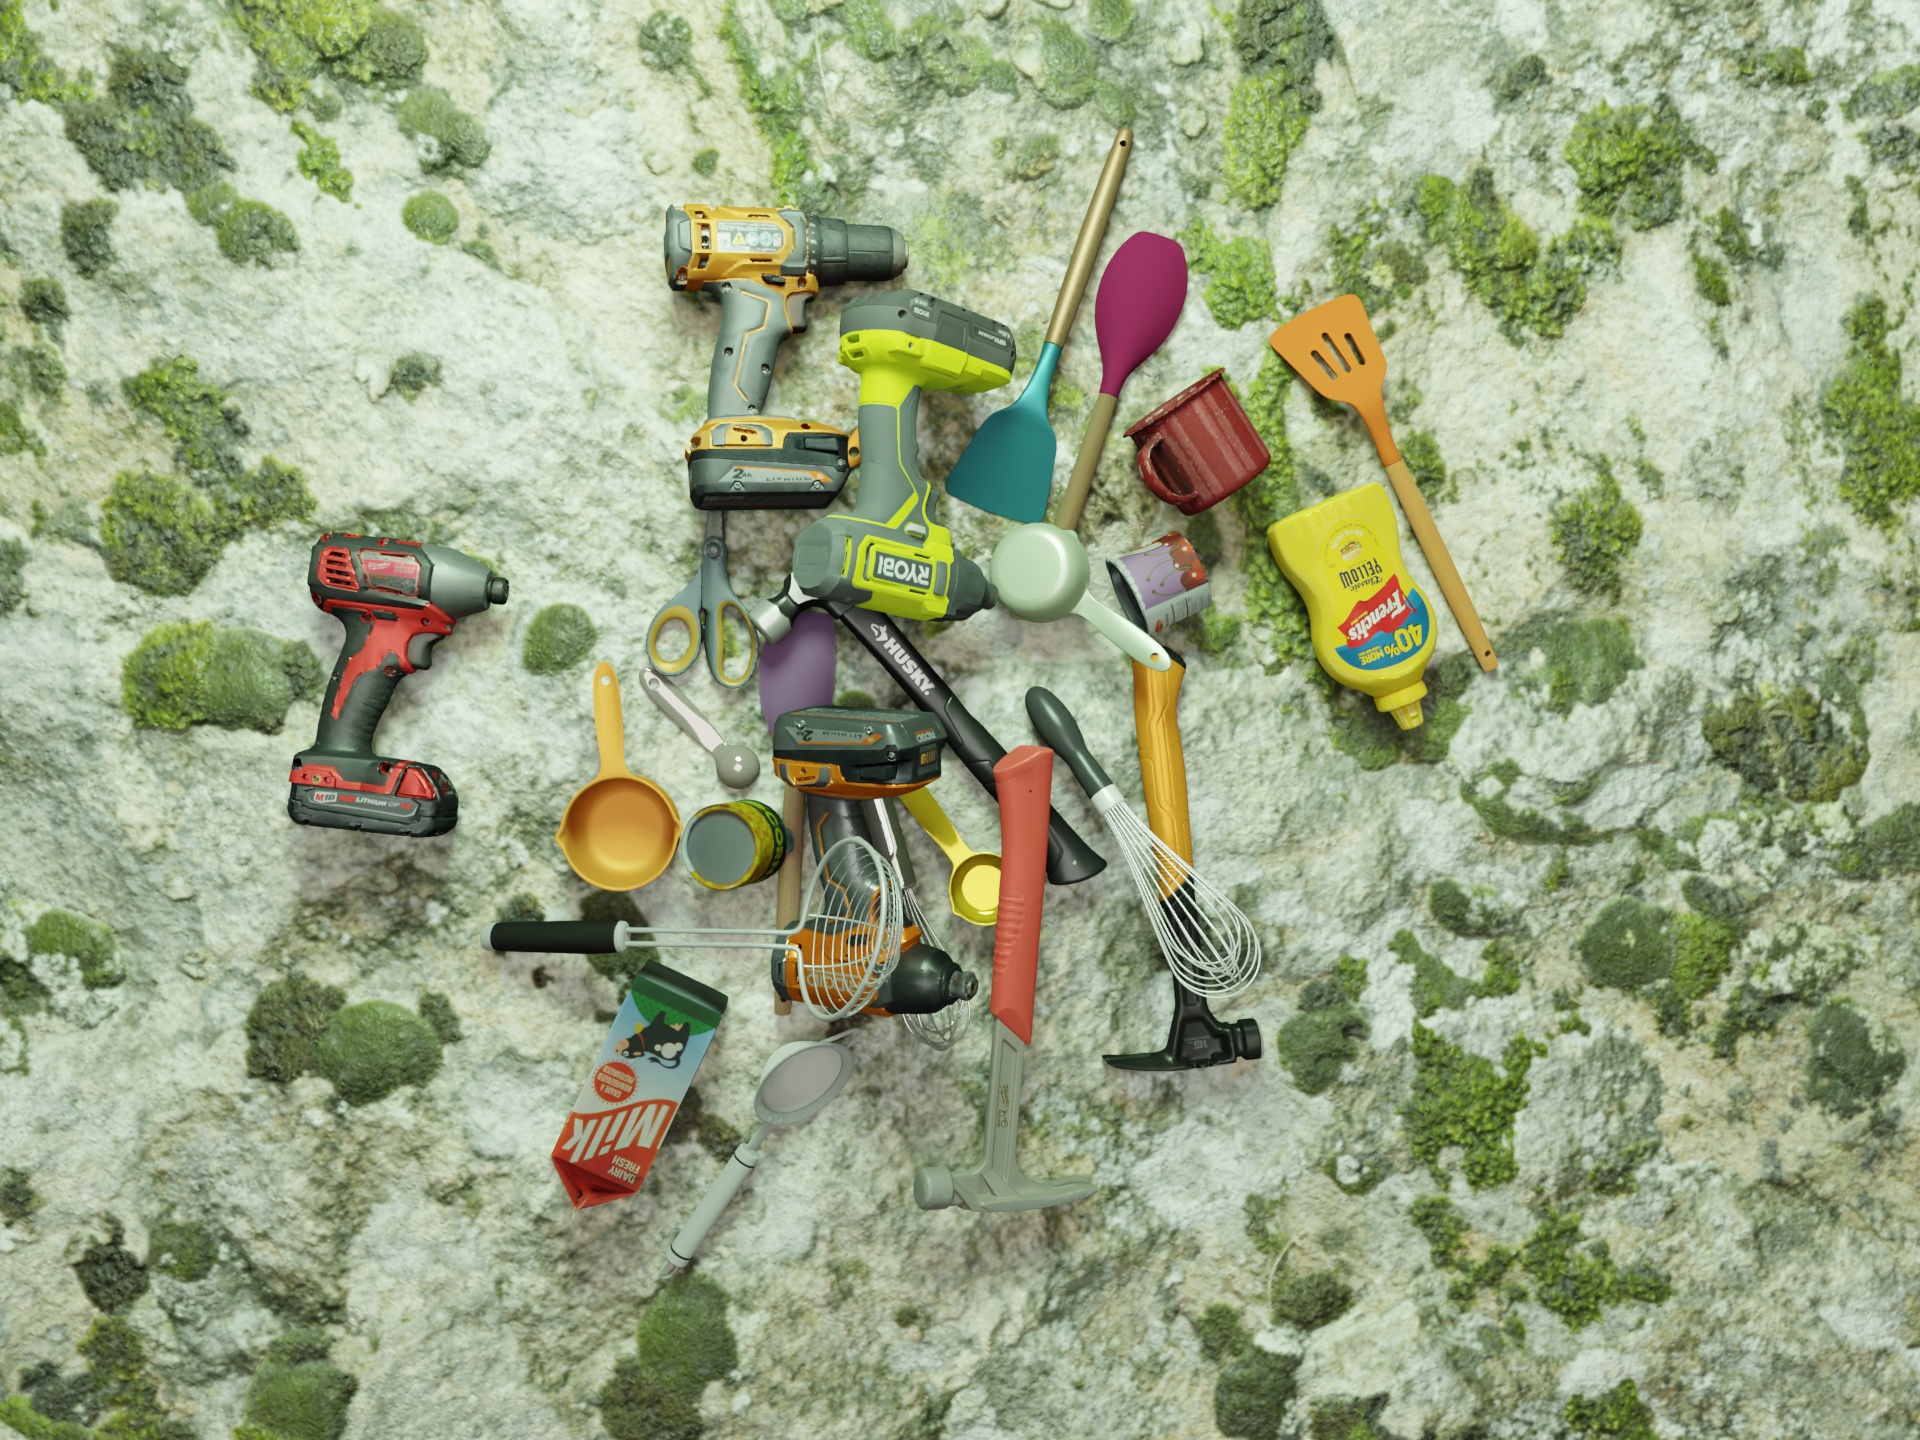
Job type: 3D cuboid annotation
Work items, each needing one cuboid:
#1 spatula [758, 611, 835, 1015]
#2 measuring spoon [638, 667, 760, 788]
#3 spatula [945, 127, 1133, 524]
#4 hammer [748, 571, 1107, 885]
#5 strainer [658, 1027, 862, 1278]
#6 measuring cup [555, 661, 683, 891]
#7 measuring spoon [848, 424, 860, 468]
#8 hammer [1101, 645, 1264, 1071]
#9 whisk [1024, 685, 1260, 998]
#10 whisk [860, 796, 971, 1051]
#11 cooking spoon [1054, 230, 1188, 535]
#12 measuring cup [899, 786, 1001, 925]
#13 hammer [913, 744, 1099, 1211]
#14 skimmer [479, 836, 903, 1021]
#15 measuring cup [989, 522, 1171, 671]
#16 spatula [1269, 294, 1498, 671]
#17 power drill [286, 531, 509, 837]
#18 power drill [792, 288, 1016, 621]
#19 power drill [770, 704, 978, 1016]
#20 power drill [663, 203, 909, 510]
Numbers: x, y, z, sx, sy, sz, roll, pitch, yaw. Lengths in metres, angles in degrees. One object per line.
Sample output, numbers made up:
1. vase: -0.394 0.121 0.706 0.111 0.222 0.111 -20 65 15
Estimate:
1. spatula: -0.133 0.072 1.244 0.059 0.018 0.316 2 90 -5
2. measuring spoon: -0.205 0.005 1.237 0.034 0.018 0.124 -45 93 -2
3. spatula: 0.078 -0.315 1.248 0.082 0.044 0.317 20 85 -3
4. hammer: -0.002 -0.004 1.240 0.146 0.035 0.334 -42 96 -8
5. strainer: -0.164 0.331 1.238 0.086 0.050 0.258 30 96 -48
6. measuring cup: -0.262 0.042 1.219 0.095 0.052 0.173 -5 90 -4
7. measuring spoon: -0.058 -0.245 1.244 0.021 0.011 0.117 36 89 -4
8. hammer: 0.161 0.110 1.259 0.127 0.034 0.337 -6 92 -5
9. whisk: 0.130 0.088 1.212 0.070 0.070 0.285 -33 72 -3
10. whisk: -0.044 0.138 1.240 0.058 0.059 0.246 -17 88 24
11. cooking spoon: 0.109 -0.231 1.253 0.069 0.017 0.319 18 91 1
12. measuring cup: -0.010 0.093 1.256 0.062 0.029 0.156 -37 82 -2
13. hammer: 0.050 0.199 1.220 0.149 0.037 0.359 3 95 -23
14. skimmer: -0.205 0.150 1.143 0.363 0.090 0.127 -2 71 19
15. measuring cup: 0.091 -0.089 1.211 0.168 0.038 0.083 39 99 23
16. spatula: 0.354 -0.184 1.272 0.081 0.041 0.322 -28 97 -2
17. power drill: -0.422 -0.026 1.195 0.143 0.078 0.220 7 88 -5
18. power drill: -0.030 -0.187 1.170 0.171 0.080 0.223 9 86 -41
19. power drill: -0.062 0.108 1.177 0.164 0.084 0.226 4 99 28
20. power drill: -0.127 -0.278 1.206 0.185 0.084 0.226 -3 87 -13
